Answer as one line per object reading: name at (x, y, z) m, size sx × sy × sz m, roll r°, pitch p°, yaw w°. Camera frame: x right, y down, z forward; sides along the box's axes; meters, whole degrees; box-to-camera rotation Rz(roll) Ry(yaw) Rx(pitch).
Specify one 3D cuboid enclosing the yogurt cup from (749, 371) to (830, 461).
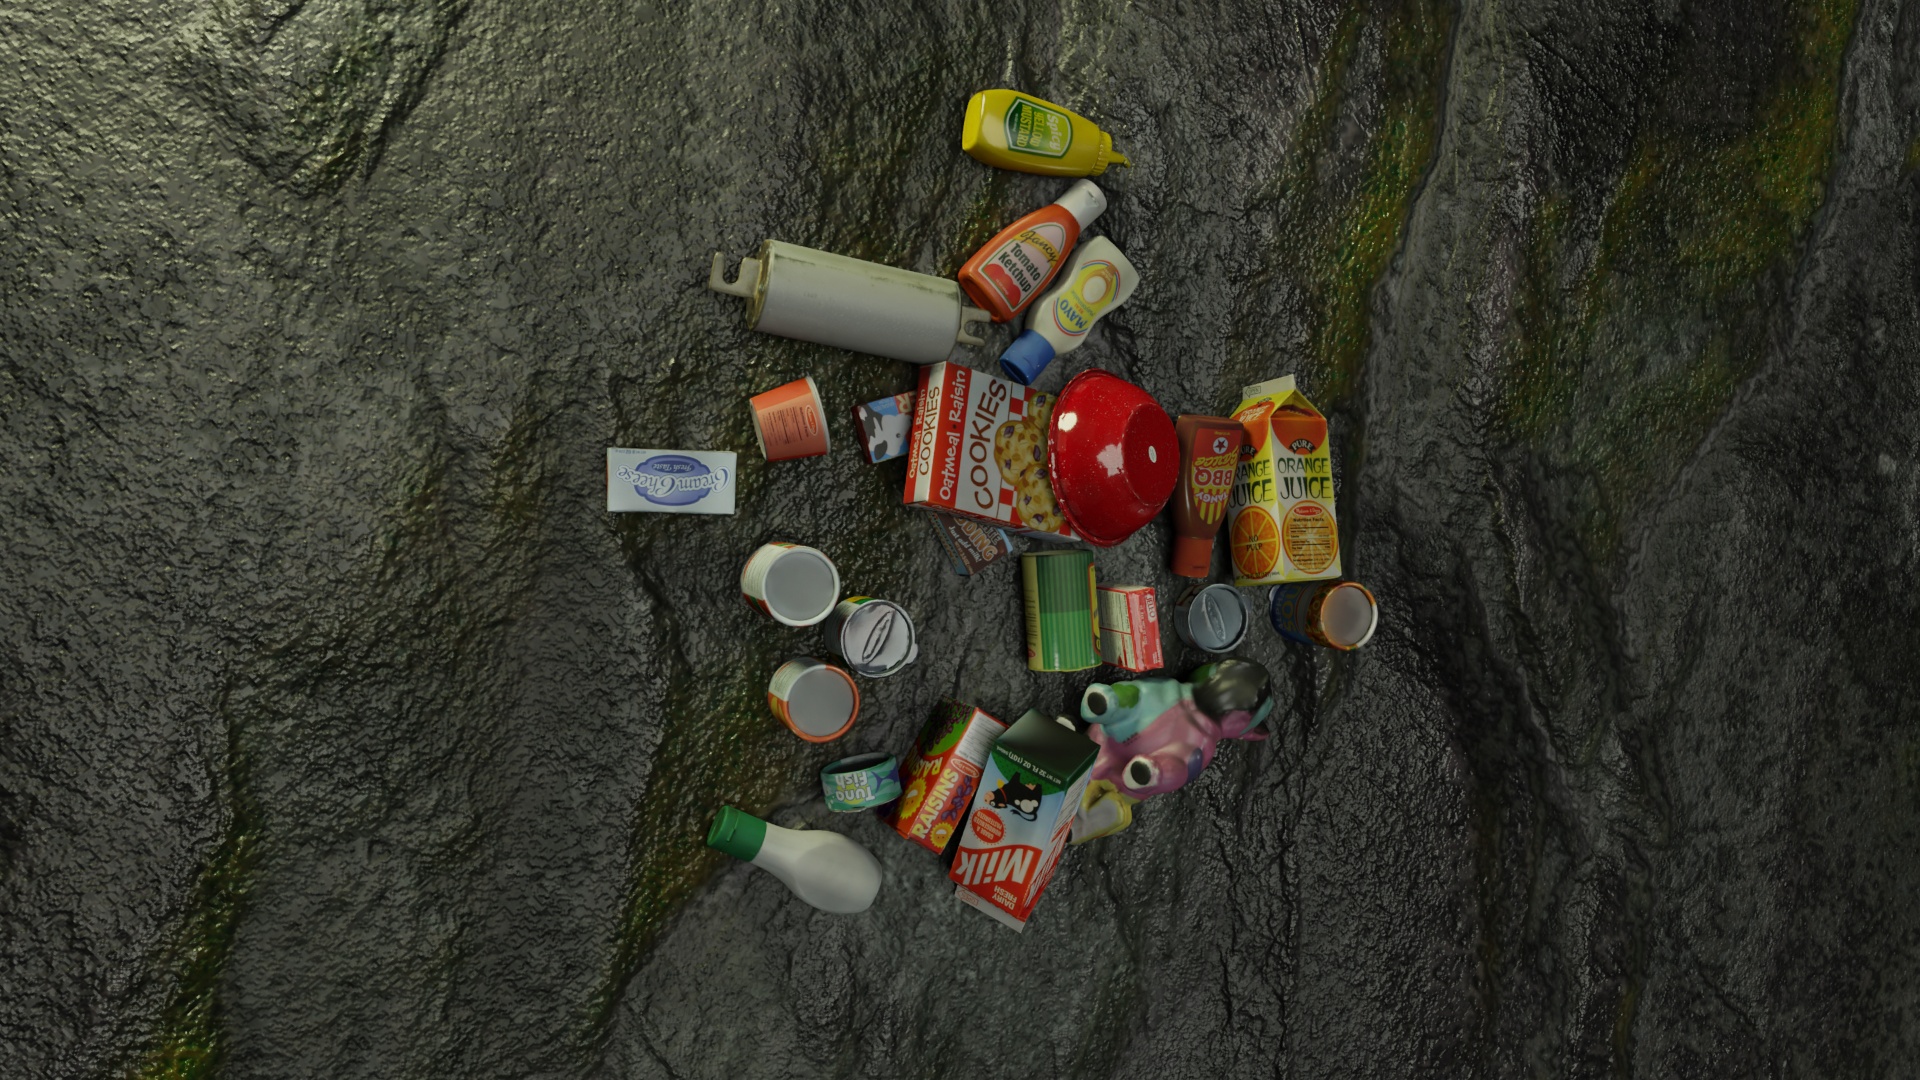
yogurt cup at (-0.142, -0.098, 1.153) m, size 0.054 × 0.072 × 0.072 m, roll -16°, pitch 97°, yaw -11°

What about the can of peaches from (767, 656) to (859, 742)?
can of peaches at (-0.122, 0.135, 1.168) m, size 0.071 × 0.058 × 0.071 m, roll 0°, pitch 91°, yaw -21°

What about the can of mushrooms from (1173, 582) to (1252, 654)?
can of mushrooms at (0.239, 0.072, 1.317) m, size 0.071 × 0.033 × 0.071 m, roll 0°, pitch 91°, yaw -20°

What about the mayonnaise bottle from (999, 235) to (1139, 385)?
mayonnaise bottle at (0.095, -0.203, 1.251) m, size 0.064 × 0.041 × 0.148 m, roll 45°, pitch 76°, yaw -18°

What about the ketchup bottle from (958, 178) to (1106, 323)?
ketchup bottle at (0.068, -0.263, 1.239) m, size 0.149 × 0.043 × 0.064 m, roll -45°, pitch 108°, yaw -15°

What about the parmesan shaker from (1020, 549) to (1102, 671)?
parmesan shaker at (0.091, 0.061, 1.240) m, size 0.071 × 0.071 × 0.103 m, roll -5°, pitch 93°, yaw -21°

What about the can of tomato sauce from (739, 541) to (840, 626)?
can of tomato sauce at (-0.139, 0.036, 1.146) m, size 0.071 × 0.083 × 0.071 m, roll -1°, pitch 92°, yaw -20°

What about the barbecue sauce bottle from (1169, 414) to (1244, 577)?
barbecue sauce bottle at (0.223, -0.041, 1.292) m, size 0.065 × 0.044 × 0.148 m, roll 1°, pitch 102°, yaw -26°

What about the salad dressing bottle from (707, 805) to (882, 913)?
salad dressing bottle at (-0.140, 0.267, 1.173) m, size 0.147 × 0.044 × 0.064 m, roll 27°, pitch 84°, yaw -18°

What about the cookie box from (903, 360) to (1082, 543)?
cookie box at (0.035, -0.074, 1.206) m, size 0.167 × 0.040 × 0.123 m, roll 14°, pitch 78°, yaw -33°

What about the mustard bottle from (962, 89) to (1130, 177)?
mustard bottle at (0.083, -0.356, 1.239) m, size 0.160 × 0.049 × 0.065 m, roll 7°, pitch 91°, yaw -21°

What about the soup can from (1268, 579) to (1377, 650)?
soup can at (0.345, 0.068, 1.331) m, size 0.071 × 0.083 × 0.071 m, roll -1°, pitch 92°, yaw -20°

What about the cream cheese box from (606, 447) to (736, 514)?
cream cheese box at (-0.237, -0.048, 1.138) m, size 0.104 × 0.024 × 0.053 m, roll 1°, pitch 93°, yaw -21°

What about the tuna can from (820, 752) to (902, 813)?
tuna can at (-0.085, 0.205, 1.177) m, size 0.071 × 0.071 × 0.033 m, roll -13°, pitch 95°, yaw -20°

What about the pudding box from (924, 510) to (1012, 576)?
pudding box at (0.004, -0.015, 1.228) m, size 0.050 × 0.030 × 0.083 m, roll -31°, pitch 102°, yaw -18°

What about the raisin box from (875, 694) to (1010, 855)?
raisin box at (-0.017, 0.199, 1.195) m, size 0.040 × 0.086 × 0.123 m, roll 33°, pitch 80°, yaw -20°

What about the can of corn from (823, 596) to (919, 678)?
can of corn at (-0.076, 0.083, 1.184) m, size 0.071 × 0.058 × 0.071 m, roll -1°, pitch 92°, yaw -21°

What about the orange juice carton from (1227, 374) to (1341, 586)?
orange juice carton at (0.298, -0.056, 1.304) m, size 0.073 × 0.071 × 0.192 m, roll -2°, pitch 84°, yaw -29°

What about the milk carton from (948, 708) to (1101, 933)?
milk carton at (0.049, 0.249, 1.194) m, size 0.072 × 0.074 × 0.189 m, roll 26°, pitch 116°, yaw 20°

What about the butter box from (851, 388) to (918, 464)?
butter box at (-0.040, -0.105, 1.212) m, size 0.104 × 0.024 × 0.053 m, roll -19°, pitch 98°, yaw -19°
